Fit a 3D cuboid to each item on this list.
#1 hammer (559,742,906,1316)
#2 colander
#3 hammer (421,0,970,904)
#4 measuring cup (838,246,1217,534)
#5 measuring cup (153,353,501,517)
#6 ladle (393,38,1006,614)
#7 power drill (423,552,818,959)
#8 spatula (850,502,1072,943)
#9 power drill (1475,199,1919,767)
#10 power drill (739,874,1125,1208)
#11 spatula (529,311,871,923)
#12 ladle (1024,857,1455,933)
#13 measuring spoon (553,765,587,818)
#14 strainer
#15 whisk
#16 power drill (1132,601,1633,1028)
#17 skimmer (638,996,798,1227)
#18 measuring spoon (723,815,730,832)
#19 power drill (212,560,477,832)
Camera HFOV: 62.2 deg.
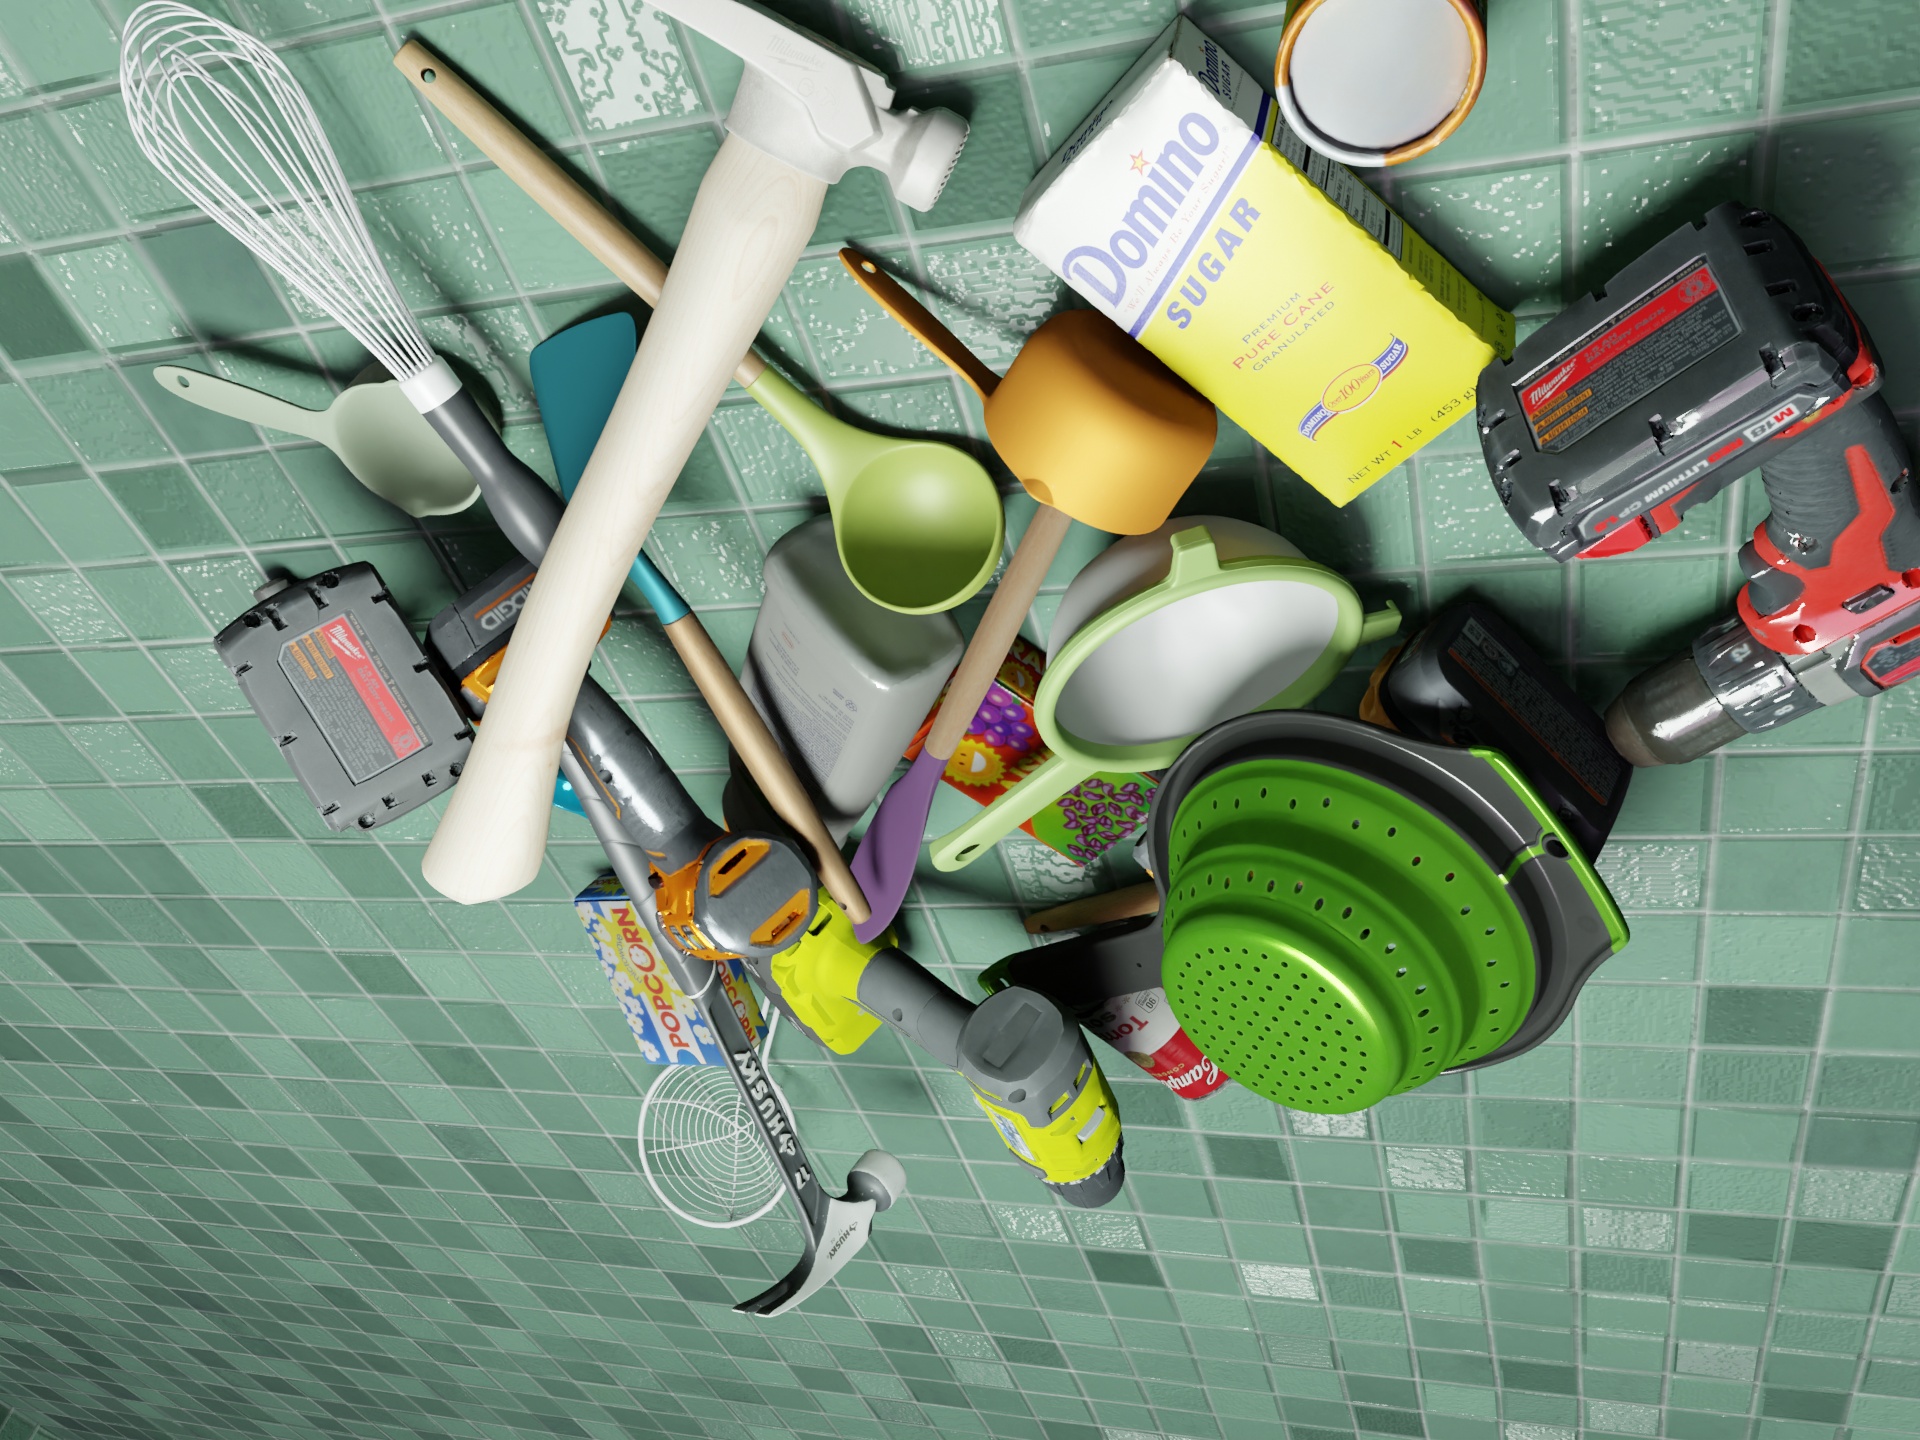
[{"bbox_3d":[-0.152,0.171,0.950,0.036,0.149,0.408,-8,114,36],"label":"hammer"},{"bbox_3d":[0.110,0.126,0.762,0.204,0.094,0.397,52,142,-9],"label":"colander"},{"bbox_3d":[-0.153,-0.092,0.663,0.146,0.038,0.410,26,114,-9],"label":"hammer"},{"bbox_3d":[0.027,-0.150,0.635,0.173,0.095,0.052,41,127,2],"label":"measuring cup"},{"bbox_3d":[-0.300,-0.152,0.761,0.167,0.038,0.083,17,138,3],"label":"measuring cup"},{"bbox_3d":[-0.105,-0.163,0.671,0.320,0.062,0.078,41,95,-20],"label":"ladle"},{"bbox_3d":[-0.176,0.031,0.820,0.226,0.084,0.164,51,158,-6],"label":"power drill"},{"bbox_3d":[-0.001,-0.002,0.768,0.018,0.060,0.315,5,131,-27],"label":"spatula"},{"bbox_3d":[0.289,-0.066,0.599,0.226,0.080,0.188,27,134,-32],"label":"power drill"},{"bbox_3d":[-0.007,0.184,0.904,0.229,0.080,0.190,26,155,35],"label":"power drill"},{"bbox_3d":[-0.113,-0.034,0.754,0.082,0.044,0.317,-6,121,42],"label":"spatula"},{"bbox_3d":[0.163,0.084,0.868,0.315,0.031,0.069,-18,115,35],"label":"ladle"},{"bbox_3d":[-0.207,0.059,0.976,0.042,0.021,0.128,-11,141,40],"label":"measuring spoon"},{"bbox_3d":[0.064,-0.016,0.741,0.151,0.069,0.256,13,139,-41],"label":"strainer"},{"bbox_3d":[-0.247,-0.171,0.680,0.070,0.070,0.284,-15,124,31],"label":"whisk"},{"bbox_3d":[0.211,0.071,0.764,0.185,0.084,0.226,45,135,1],"label":"power drill"},{"bbox_3d":[-0.147,0.220,1.067,0.127,0.090,0.363,36,139,15],"label":"skimmer"},{"bbox_3d":[-0.121,0.107,0.963,0.021,0.011,0.117,-8,108,37],"label":"measuring spoon"},{"bbox_3d":[-0.319,-0.015,0.820,0.143,0.078,0.220,62,160,-11],"label":"power drill"}]
